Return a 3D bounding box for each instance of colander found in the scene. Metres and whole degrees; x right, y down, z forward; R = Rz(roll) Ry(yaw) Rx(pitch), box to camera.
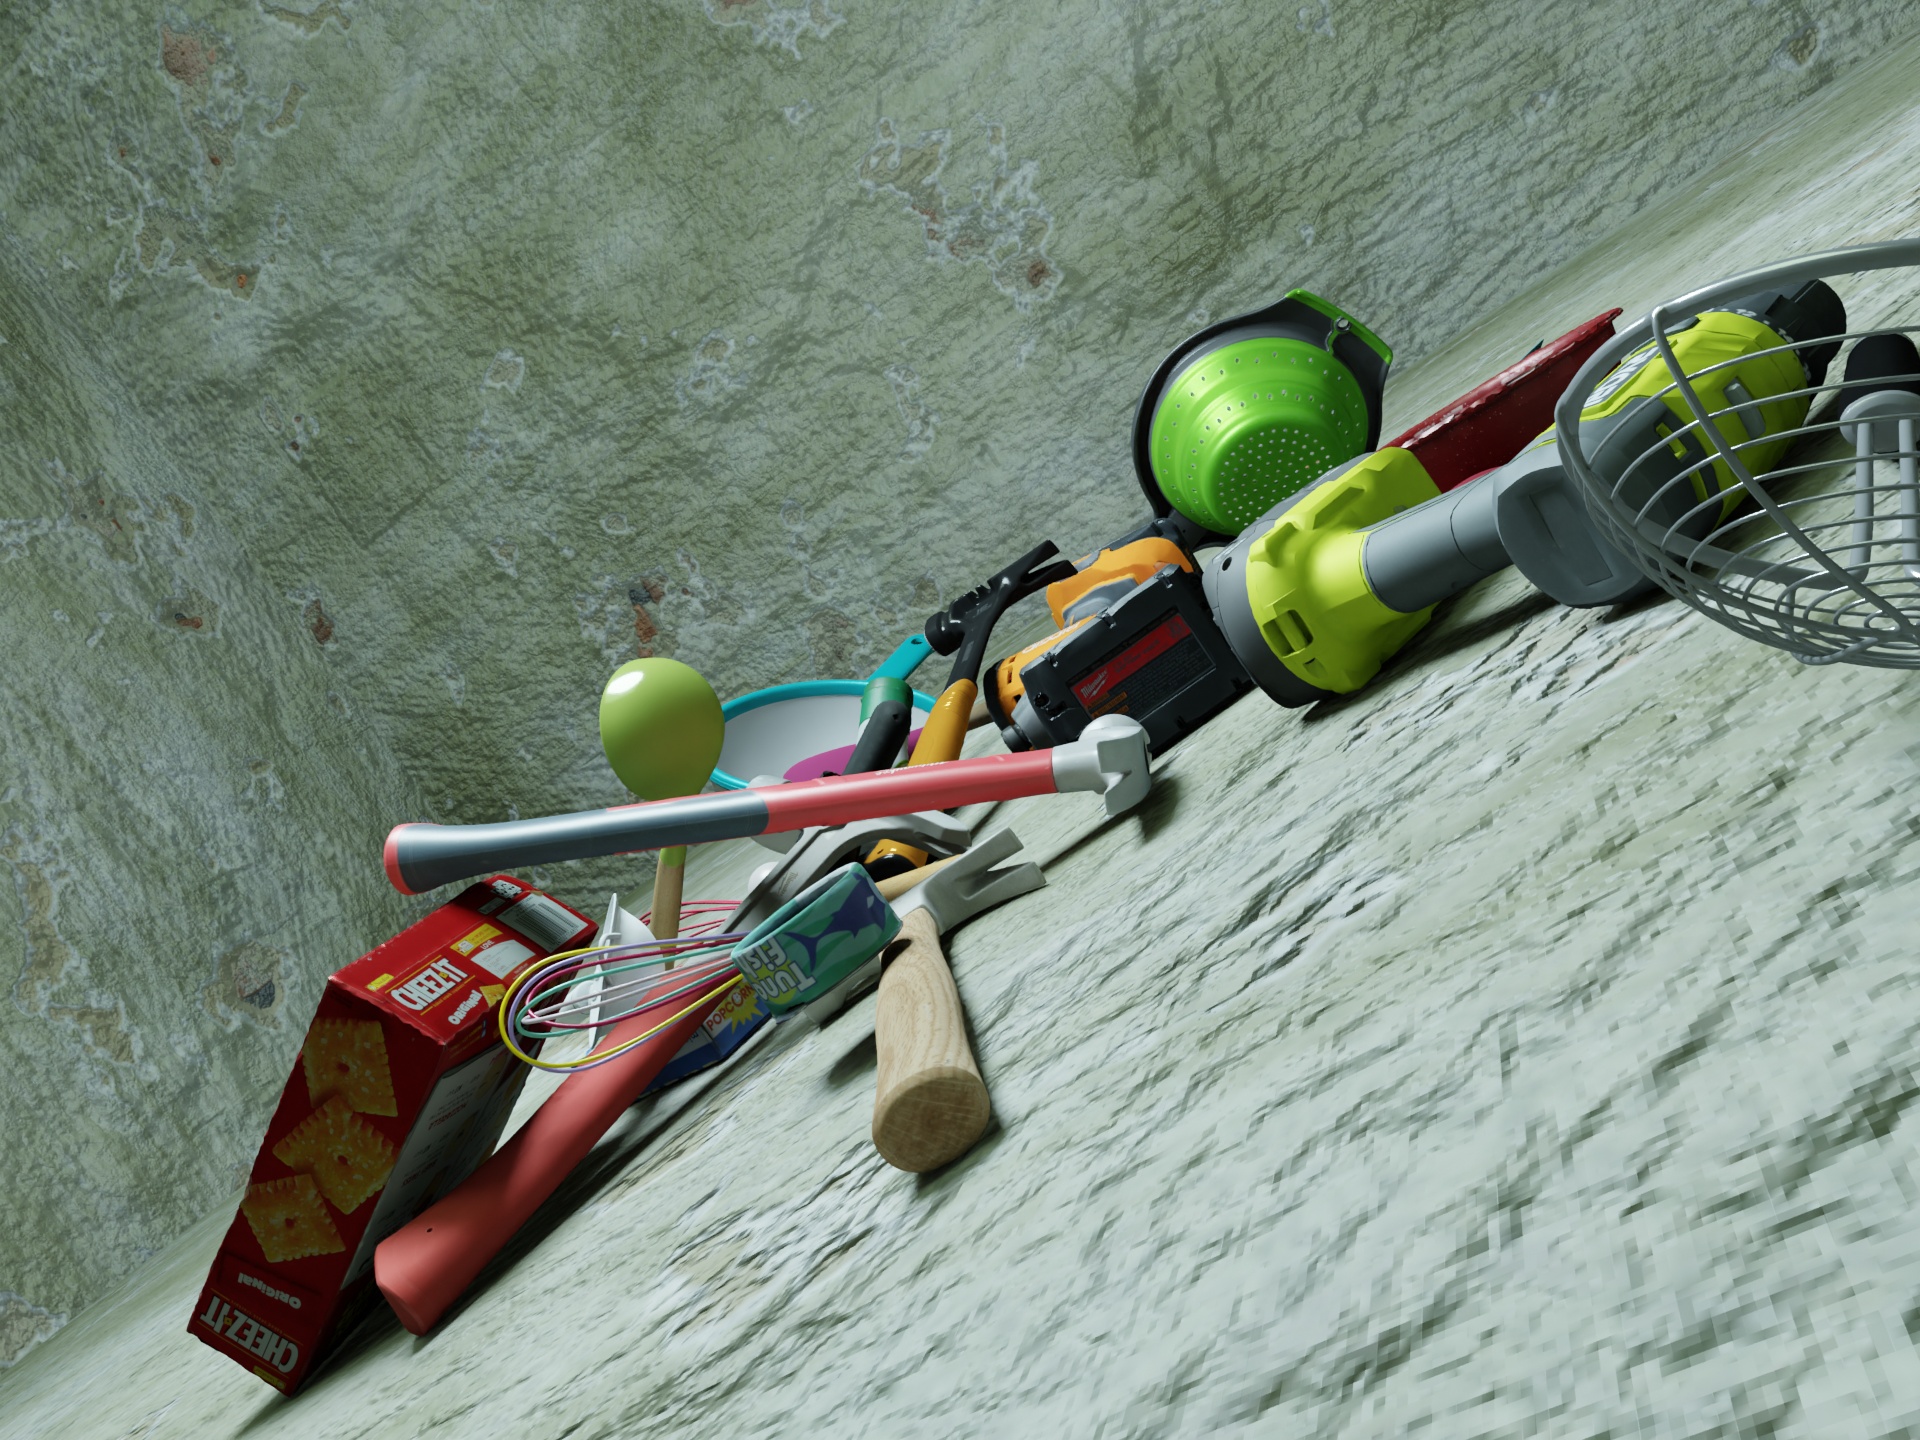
[{"bbox_3d":[0.197,-0.154,1.299,0.397,0.204,0.095,-52,22,28],"label":"colander"}]

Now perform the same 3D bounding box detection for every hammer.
[{"bbox_3d":[-0.002,-0.003,1.055,0.127,0.034,0.337,-31,23,30],"label":"hammer"},{"bbox_3d":[-0.102,0.046,0.767,0.386,0.038,0.143,-8,3,9],"label":"hammer"},{"bbox_3d":[-0.141,0.153,0.793,0.149,0.036,0.359,12,42,31],"label":"hammer"},{"bbox_3d":[-0.015,0.103,0.612,0.130,0.031,0.331,-36,4,-1],"label":"hammer"}]

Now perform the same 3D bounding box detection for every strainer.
[{"bbox_3d":[-0.083,0.025,1.299,0.211,0.095,0.340,6,24,16],"label":"strainer"},{"bbox_3d":[-0.217,0.162,0.947,0.258,0.050,0.087,142,136,-59],"label":"strainer"}]

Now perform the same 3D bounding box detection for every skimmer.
[{"bbox_3d":[0.238,-0.093,0.402,0.127,0.090,0.363,5,22,28],"label":"skimmer"}]

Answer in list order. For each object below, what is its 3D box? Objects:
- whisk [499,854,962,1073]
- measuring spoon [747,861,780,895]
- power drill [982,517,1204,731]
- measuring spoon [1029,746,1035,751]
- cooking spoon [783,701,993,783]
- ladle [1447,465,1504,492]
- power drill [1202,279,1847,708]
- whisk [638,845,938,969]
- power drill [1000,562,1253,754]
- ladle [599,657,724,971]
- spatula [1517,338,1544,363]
[{"bbox_3d":[-0.102,0.108,0.773,0.245,0.047,0.051,-17,-45,-21],"label":"whisk"},{"bbox_3d":[-0.139,0.137,1.005,0.034,0.018,0.124,-11,42,34],"label":"measuring spoon"},{"bbox_3d":[0.120,-0.074,1.185,0.164,0.084,0.226,-26,14,27],"label":"power drill"},{"bbox_3d":[0.041,0.032,1.144,0.117,0.011,0.021,-36,-15,38],"label":"measuring spoon"},{"bbox_3d":[0.005,0.000,1.214,0.319,0.017,0.069,-20,31,-34],"label":"cooking spoon"},{"bbox_3d":[0.221,-0.084,0.902,0.069,0.031,0.315,-28,-1,-24],"label":"ladle"},{"bbox_3d":[0.223,-0.092,0.633,0.190,0.080,0.228,-38,7,-32],"label":"power drill"},{"bbox_3d":[-0.129,0.131,1.068,0.296,0.073,0.073,-26,8,29],"label":"whisk"},{"bbox_3d":[0.089,-0.023,0.942,0.143,0.078,0.219,-35,1,0],"label":"power drill"},{"bbox_3d":[-0.181,0.092,0.930,0.078,0.062,0.320,-61,-10,-46],"label":"ladle"},{"bbox_3d":[0.287,-0.162,1.137,0.082,0.044,0.317,-41,6,-41],"label":"spatula"}]
